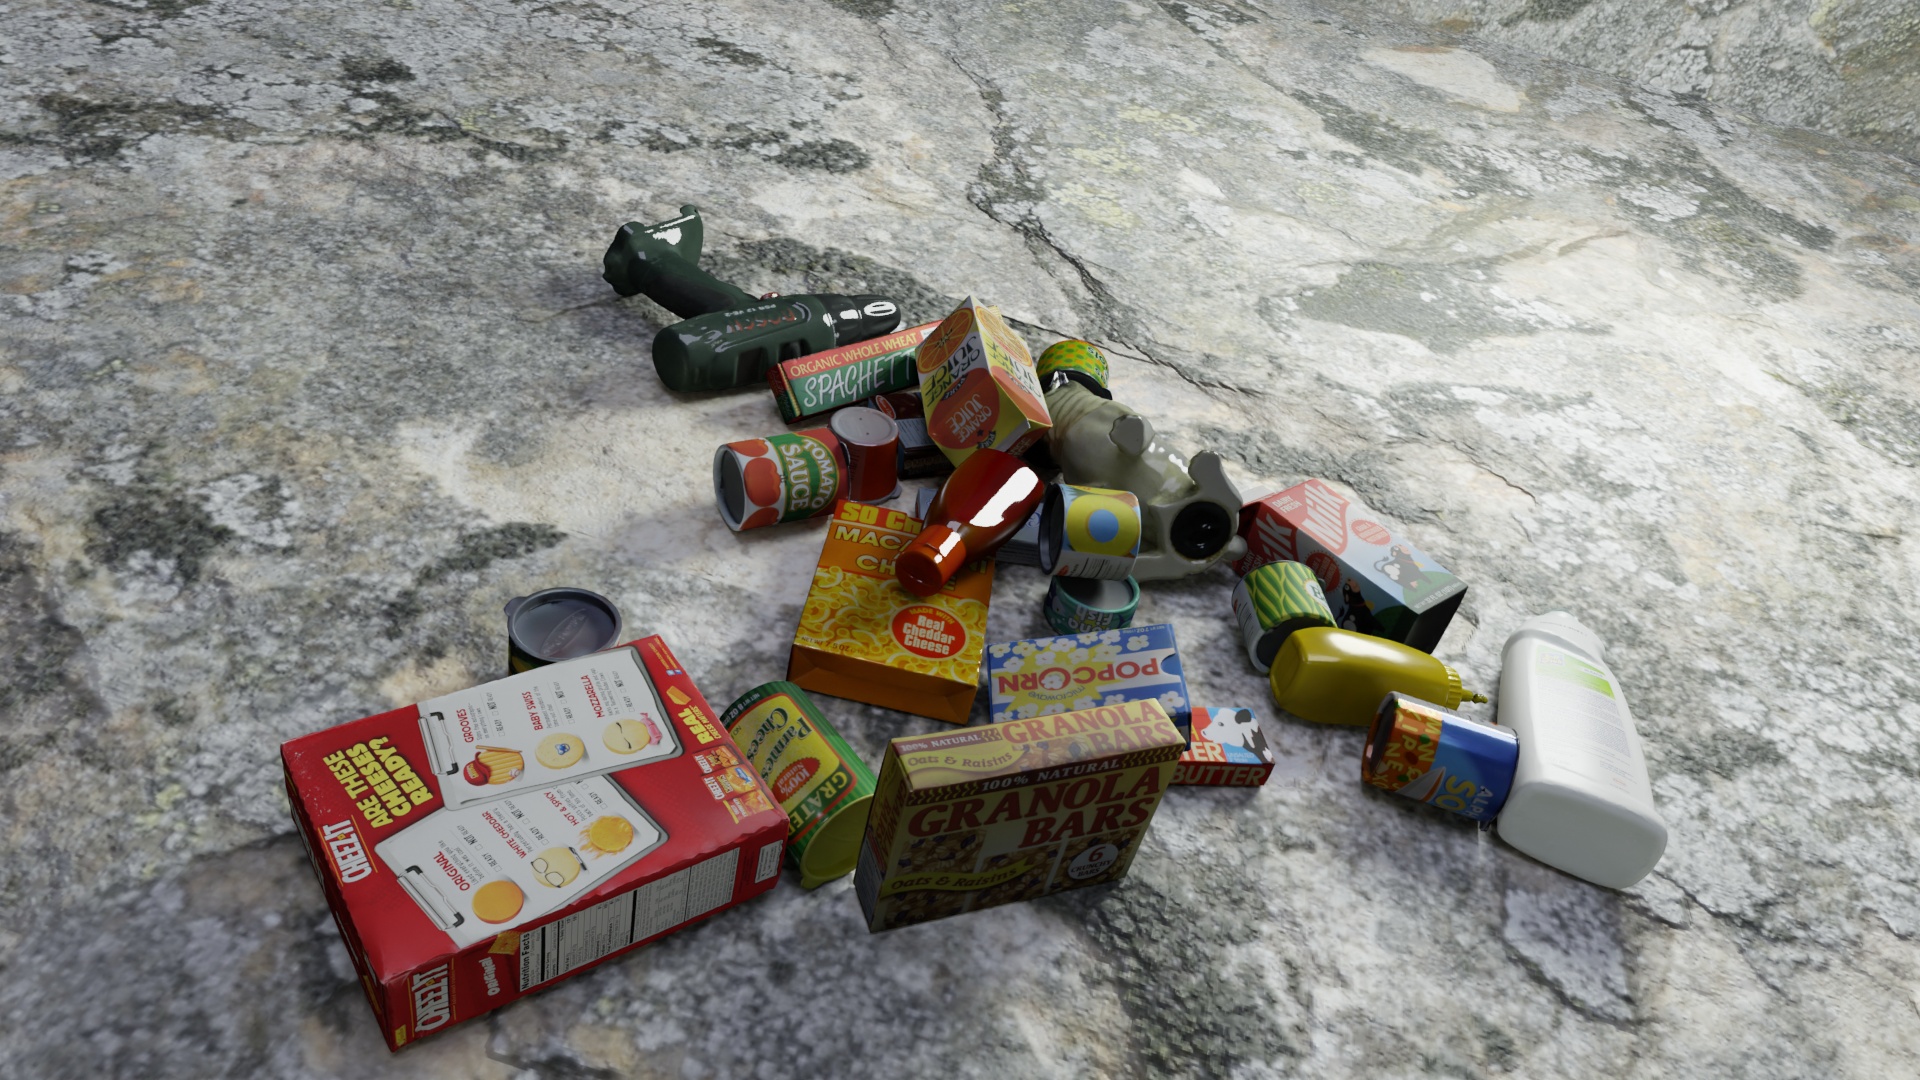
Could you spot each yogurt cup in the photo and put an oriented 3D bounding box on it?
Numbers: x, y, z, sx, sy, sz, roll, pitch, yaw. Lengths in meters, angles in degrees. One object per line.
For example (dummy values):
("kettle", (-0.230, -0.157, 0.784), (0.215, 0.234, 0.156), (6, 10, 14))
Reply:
("yogurt cup", (-0.079, -0.068, 1.085), (0.072, 0.053, 0.073), (8, 37, -6))

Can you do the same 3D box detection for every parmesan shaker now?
("parmesan shaker", (-0.094, 0.140, 0.805), (0.071, 0.071, 0.103), (-18, 47, -36))

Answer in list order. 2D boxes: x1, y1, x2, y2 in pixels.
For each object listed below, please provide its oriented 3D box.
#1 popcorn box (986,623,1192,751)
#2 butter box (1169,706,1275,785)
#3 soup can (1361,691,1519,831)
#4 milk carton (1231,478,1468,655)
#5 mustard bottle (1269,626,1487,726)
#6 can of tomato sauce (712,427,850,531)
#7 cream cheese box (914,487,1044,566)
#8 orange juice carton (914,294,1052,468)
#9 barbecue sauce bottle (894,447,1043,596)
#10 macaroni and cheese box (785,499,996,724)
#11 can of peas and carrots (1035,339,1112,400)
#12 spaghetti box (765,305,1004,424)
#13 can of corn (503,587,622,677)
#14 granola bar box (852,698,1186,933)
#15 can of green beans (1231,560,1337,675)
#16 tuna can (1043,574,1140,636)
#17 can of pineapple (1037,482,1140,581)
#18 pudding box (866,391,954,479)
("popcorn box", (0.081, 0.101, 0.903), (0.127, 0.038, 0.085), (-7, 37, 4))
("butter box", (0.151, 0.136, 0.922), (0.103, 0.024, 0.053), (3, 38, -15))
("soup can", (0.320, 0.147, 0.930), (0.084, 0.071, 0.072), (18, 37, 6))
("milk carton", (0.284, 0.017, 1.078), (0.072, 0.073, 0.191), (-20, 48, -37))
("mustard bottle", (0.302, 0.102, 0.986), (0.160, 0.065, 0.049), (10, 38, -15))
("can of tomato sauce", (-0.132, -0.045, 1.026), (0.083, 0.070, 0.071), (-11, 44, -29))
("cream cheese box", (0.018, -0.010, 1.066), (0.104, 0.024, 0.053), (7, 39, -9))
("orange juice carton", (0.019, -0.116, 1.124), (0.073, 0.071, 0.193), (37, 23, -27))
("barbecue sauce bottle", (0.004, -0.012, 0.981), (0.065, 0.043, 0.149), (31, 38, 9))
("macaroni and cheese box", (-0.042, 0.044, 0.963), (0.124, 0.040, 0.167), (13, 37, -2))
("can of peas and carrots", (0.099, -0.135, 1.217), (0.071, 0.070, 0.059), (13, 36, -1))
("spaghetti box", (-0.056, -0.155, 1.206), (0.251, 0.028, 0.050), (-22, 91, -38))
("can of corn", (-0.244, 0.071, 0.848), (0.071, 0.058, 0.071), (9, 37, -7))
("granola bar box", (0.030, 0.153, 0.779), (0.166, 0.123, 0.039), (-5, 42, -24))
("can of green beans", (0.237, 0.058, 1.015), (0.071, 0.071, 0.058), (6, 38, -11))
("tuna can", (0.096, 0.045, 1.014), (0.071, 0.032, 0.071), (9, 37, -7))
("can of pineapple", (0.092, -0.007, 0.994), (0.058, 0.070, 0.071), (6, 38, -12))
("pudding box", (-0.041, -0.087, 1.142), (0.050, 0.030, 0.084), (-8, 42, -25))
